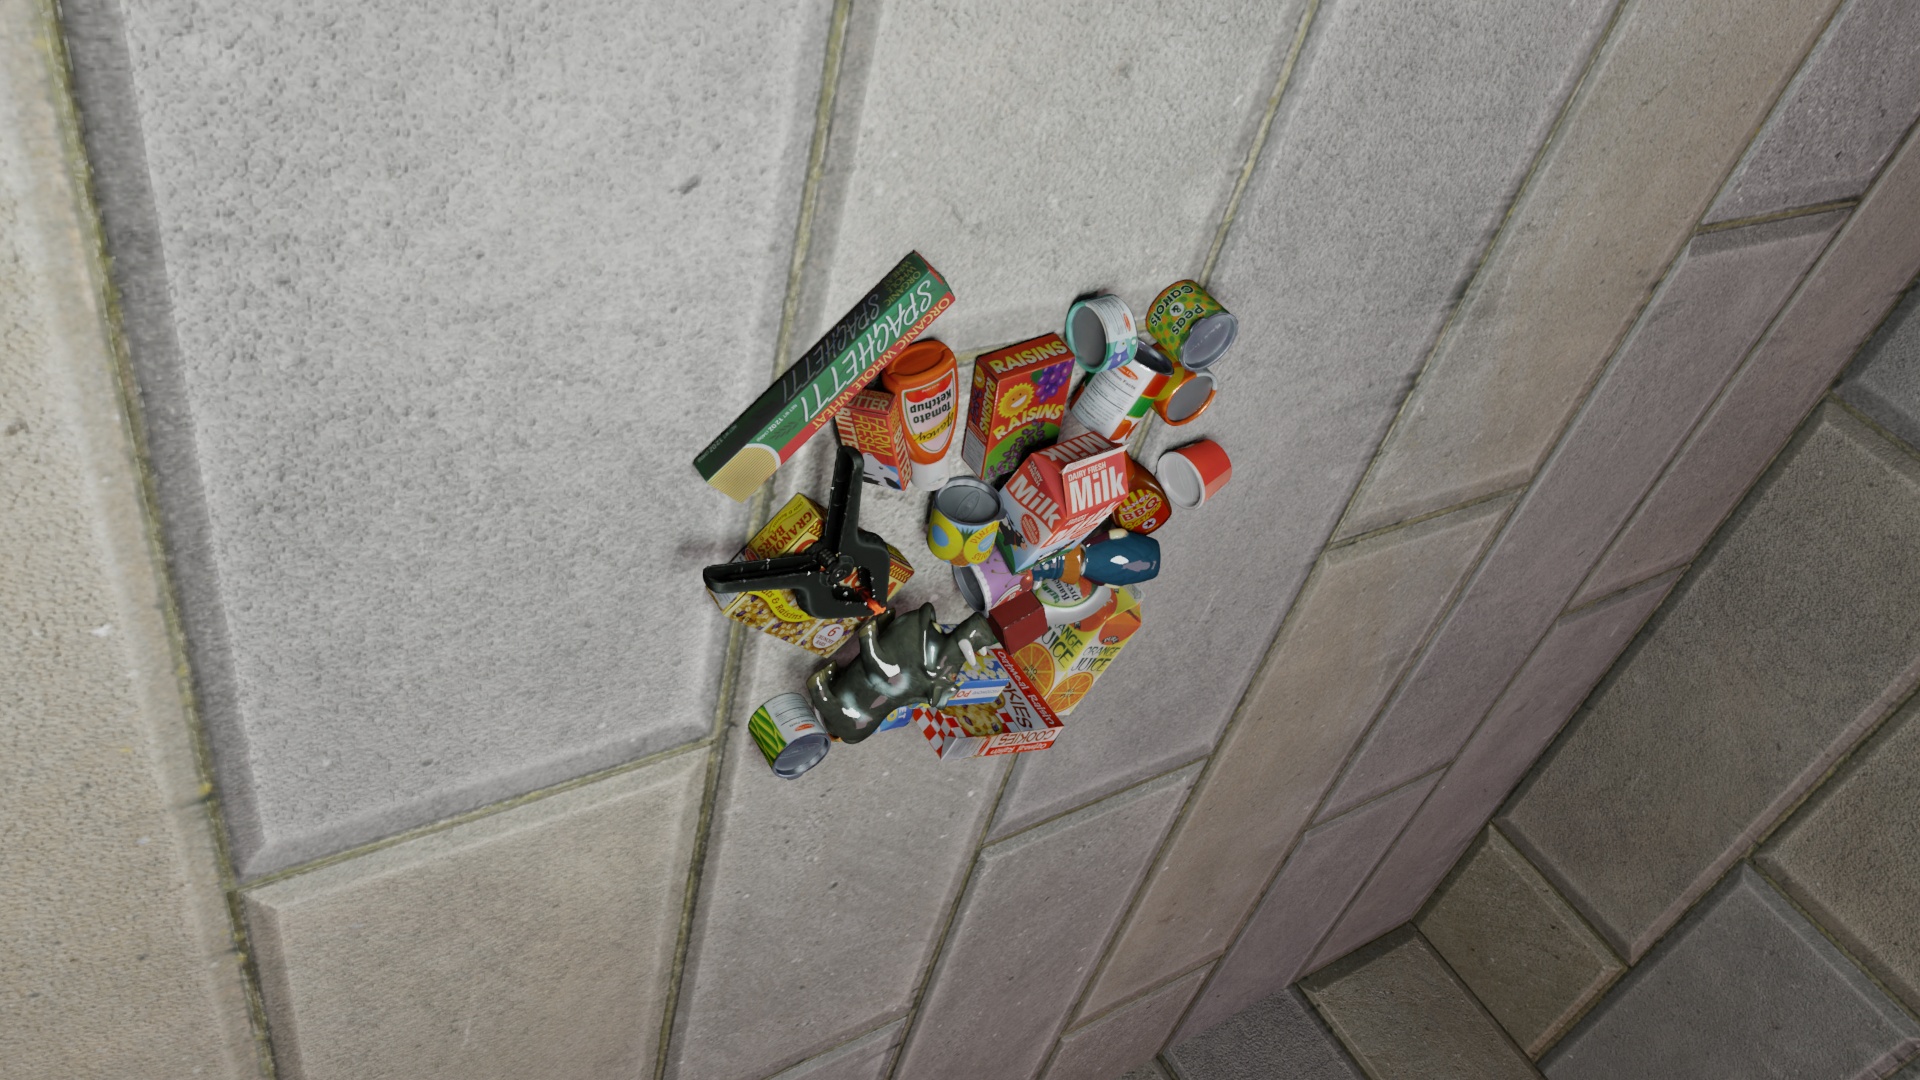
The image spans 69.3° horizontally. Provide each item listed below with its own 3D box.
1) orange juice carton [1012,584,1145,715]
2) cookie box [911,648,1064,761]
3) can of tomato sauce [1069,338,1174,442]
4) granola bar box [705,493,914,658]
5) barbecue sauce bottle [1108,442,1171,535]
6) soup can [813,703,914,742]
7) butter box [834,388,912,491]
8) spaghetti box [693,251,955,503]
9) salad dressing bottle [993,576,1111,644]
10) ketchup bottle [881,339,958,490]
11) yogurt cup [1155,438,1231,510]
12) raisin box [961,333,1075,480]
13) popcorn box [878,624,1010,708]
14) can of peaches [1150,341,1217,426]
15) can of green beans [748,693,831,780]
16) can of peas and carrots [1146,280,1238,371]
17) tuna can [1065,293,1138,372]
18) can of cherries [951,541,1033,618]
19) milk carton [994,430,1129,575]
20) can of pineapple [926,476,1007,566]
[{"bbox_3d":[0.135,0.109,1.585,0.073,0.072,0.192,7,126,-47],"label":"orange juice carton"},{"bbox_3d":[0.017,0.175,1.506,0.168,0.123,0.040,2,130,-45],"label":"cookie box"},{"bbox_3d":[0.152,-0.144,1.310,0.071,0.071,0.082,3,129,-45],"label":"can of tomato sauce"},{"bbox_3d":[-0.134,0.037,1.278,0.124,0.039,0.165,-45,146,9],"label":"granola bar box"},{"bbox_3d":[0.174,-0.055,1.454,0.065,0.044,0.148,-31,146,6],"label":"barbecue sauce bottle"},{"bbox_3d":[-0.099,0.168,1.439,0.084,0.071,0.071,-8,136,-36],"label":"soup can"},{"bbox_3d":[-0.074,-0.086,1.177,0.103,0.053,0.024,81,27,-53],"label":"butter box"},{"bbox_3d":[-0.109,-0.129,1.116,0.250,0.029,0.050,-43,147,7],"label":"spaghetti box"},{"bbox_3d":[0.089,0.071,1.511,0.148,0.064,0.043,-23,146,-9],"label":"salad dressing bottle"},{"bbox_3d":[-0.032,-0.104,1.205,0.065,0.044,0.148,-26,145,-16],"label":"ketchup bottle"},{"bbox_3d":[0.253,-0.074,1.490,0.054,0.072,0.072,-30,146,-27],"label":"yogurt cup"},{"bbox_3d":[0.052,-0.121,1.266,0.086,0.040,0.122,-20,143,-25],"label":"raisin box"},{"bbox_3d":[-0.020,0.130,1.453,0.127,0.085,0.038,2,131,-45],"label":"popcorn box"},{"bbox_3d":[0.207,-0.152,1.357,0.071,0.058,0.071,-25,144,-20],"label":"can of peaches"},{"bbox_3d":[-0.174,0.198,1.414,0.071,0.058,0.071,-25,144,-20],"label":"can of green beans"},{"bbox_3d":[0.216,-0.203,1.305,0.071,0.059,0.070,-24,143,-20],"label":"can of peas and carrots"},{"bbox_3d":[0.124,-0.183,1.238,0.033,0.071,0.070,-17,141,-27],"label":"tuna can"},{"bbox_3d":[0.033,0.035,1.404,0.058,0.072,0.071,-26,144,-19],"label":"can of cherries"},{"bbox_3d":[0.093,-0.041,1.306,0.072,0.073,0.189,-21,166,-26],"label":"milk carton"},{"bbox_3d":[0.005,-0.017,1.317,0.071,0.071,0.057,-18,142,-28],"label":"can of pineapple"}]
